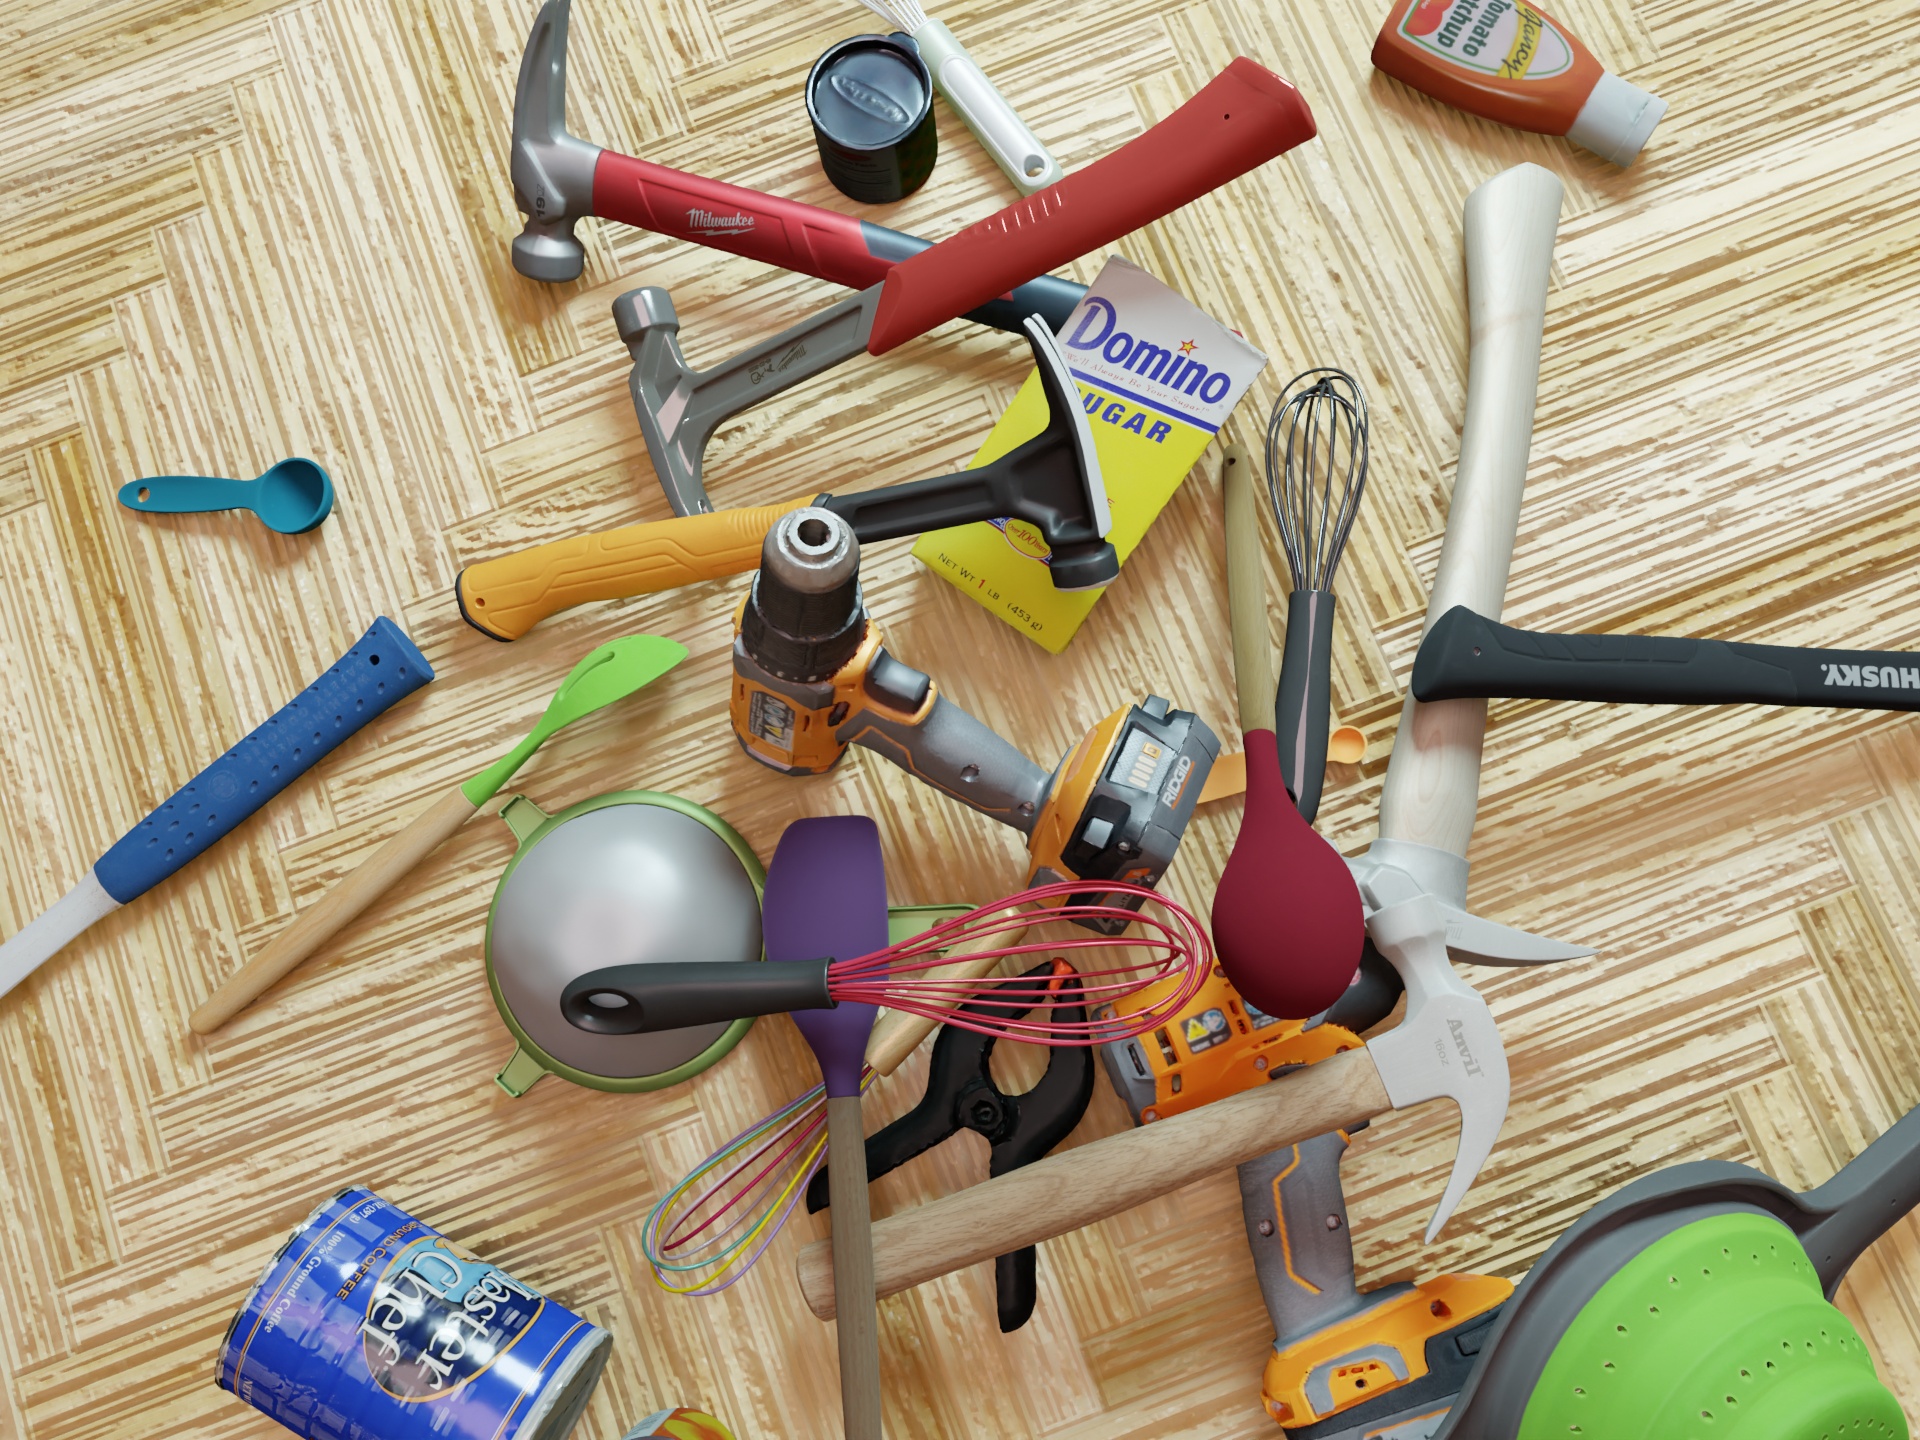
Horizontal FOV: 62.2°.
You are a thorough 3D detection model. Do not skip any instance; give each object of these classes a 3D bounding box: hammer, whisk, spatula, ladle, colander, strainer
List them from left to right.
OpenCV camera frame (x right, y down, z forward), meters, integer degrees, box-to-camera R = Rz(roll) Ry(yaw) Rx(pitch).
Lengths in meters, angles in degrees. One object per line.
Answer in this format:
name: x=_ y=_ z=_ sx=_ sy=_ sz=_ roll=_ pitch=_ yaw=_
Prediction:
hammer: x=-0.436 y=0.095 z=0.806 sx=0.405 sy=0.035 sz=0.144 roll=-39 pitch=80 yaw=-4
strainer: x=-0.114 y=0.103 z=0.768 sx=0.256 sy=0.069 sz=0.151 roll=-3 pitch=80 yaw=5
hammer: x=-0.098 y=-0.097 z=0.773 sx=0.337 sy=0.034 sz=0.127 roll=-10 pitch=108 yaw=17
whisk: x=-0.061 y=0.175 z=0.756 sx=0.245 sy=0.047 sz=0.051 roll=-45 pitch=106 yaw=-3
spatula: x=-0.054 y=0.197 z=0.717 sx=0.060 sy=0.018 sz=0.316 roll=-4 pitch=73 yaw=-4
whisk: x=-0.037 y=0.115 z=0.701 sx=0.296 sy=0.073 sz=0.073 roll=-6 pitch=80 yaw=10
hammer: x=-0.041 y=-0.250 z=0.812 sx=0.386 sy=0.038 sz=0.143 roll=16 pitch=125 yaw=2
whisk: x=-0.025 y=-0.377 z=0.861 sx=0.058 sy=0.059 sz=0.246 roll=-38 pitch=85 yaw=6
hammer: x=-0.002 y=-0.201 z=0.758 sx=0.359 sy=0.036 sz=0.149 roll=-20 pitch=89 yaw=23
hammer: x=0.077 y=0.197 z=0.693 sx=0.331 sy=0.031 sz=0.130 roll=-25 pitch=73 yaw=15
ladle: x=0.138 y=-0.013 z=0.734 sx=0.069 sy=0.031 sz=0.316 roll=-22 pitch=48 yaw=30
whisk: x=0.171 y=-0.060 z=0.788 sx=0.055 sy=0.055 sz=0.239 roll=6 pitch=81 yaw=4
hammer: x=0.261 y=-0.087 z=0.776 sx=0.146 sy=0.038 sz=0.411 roll=16 pitch=74 yaw=-6
hammer: x=0.370 y=-0.016 z=0.742 sx=0.334 sy=0.035 sz=0.146 roll=2 pitch=80 yaw=-10
colander: x=0.375 y=0.250 z=0.664 sx=0.397 sy=0.095 sz=0.204 roll=-31 pitch=117 yaw=-15

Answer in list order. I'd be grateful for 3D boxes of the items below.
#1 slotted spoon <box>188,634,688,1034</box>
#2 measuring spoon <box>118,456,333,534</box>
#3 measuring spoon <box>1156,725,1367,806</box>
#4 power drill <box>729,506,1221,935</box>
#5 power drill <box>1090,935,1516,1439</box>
slotted spoon: x=-0.266 y=0.055 z=0.798 sx=0.314 sy=0.070 sz=0.031 roll=-40 pitch=107 yaw=2
measuring spoon: x=-0.392 y=-0.119 z=0.855 sx=0.128 sy=0.021 sz=0.042 roll=2 pitch=79 yaw=13
measuring spoon: x=0.146 y=0.025 z=0.798 sx=0.117 sy=0.011 sz=0.021 roll=-15 pitch=74 yaw=4
power drill: x=-0.001 y=-0.002 z=0.724 sx=0.226 sy=0.185 sz=0.084 roll=26 pitch=62 yaw=5
power drill: x=0.176 y=0.208 z=0.728 sx=0.164 sy=0.084 sz=0.227 roll=-23 pitch=75 yaw=-1
